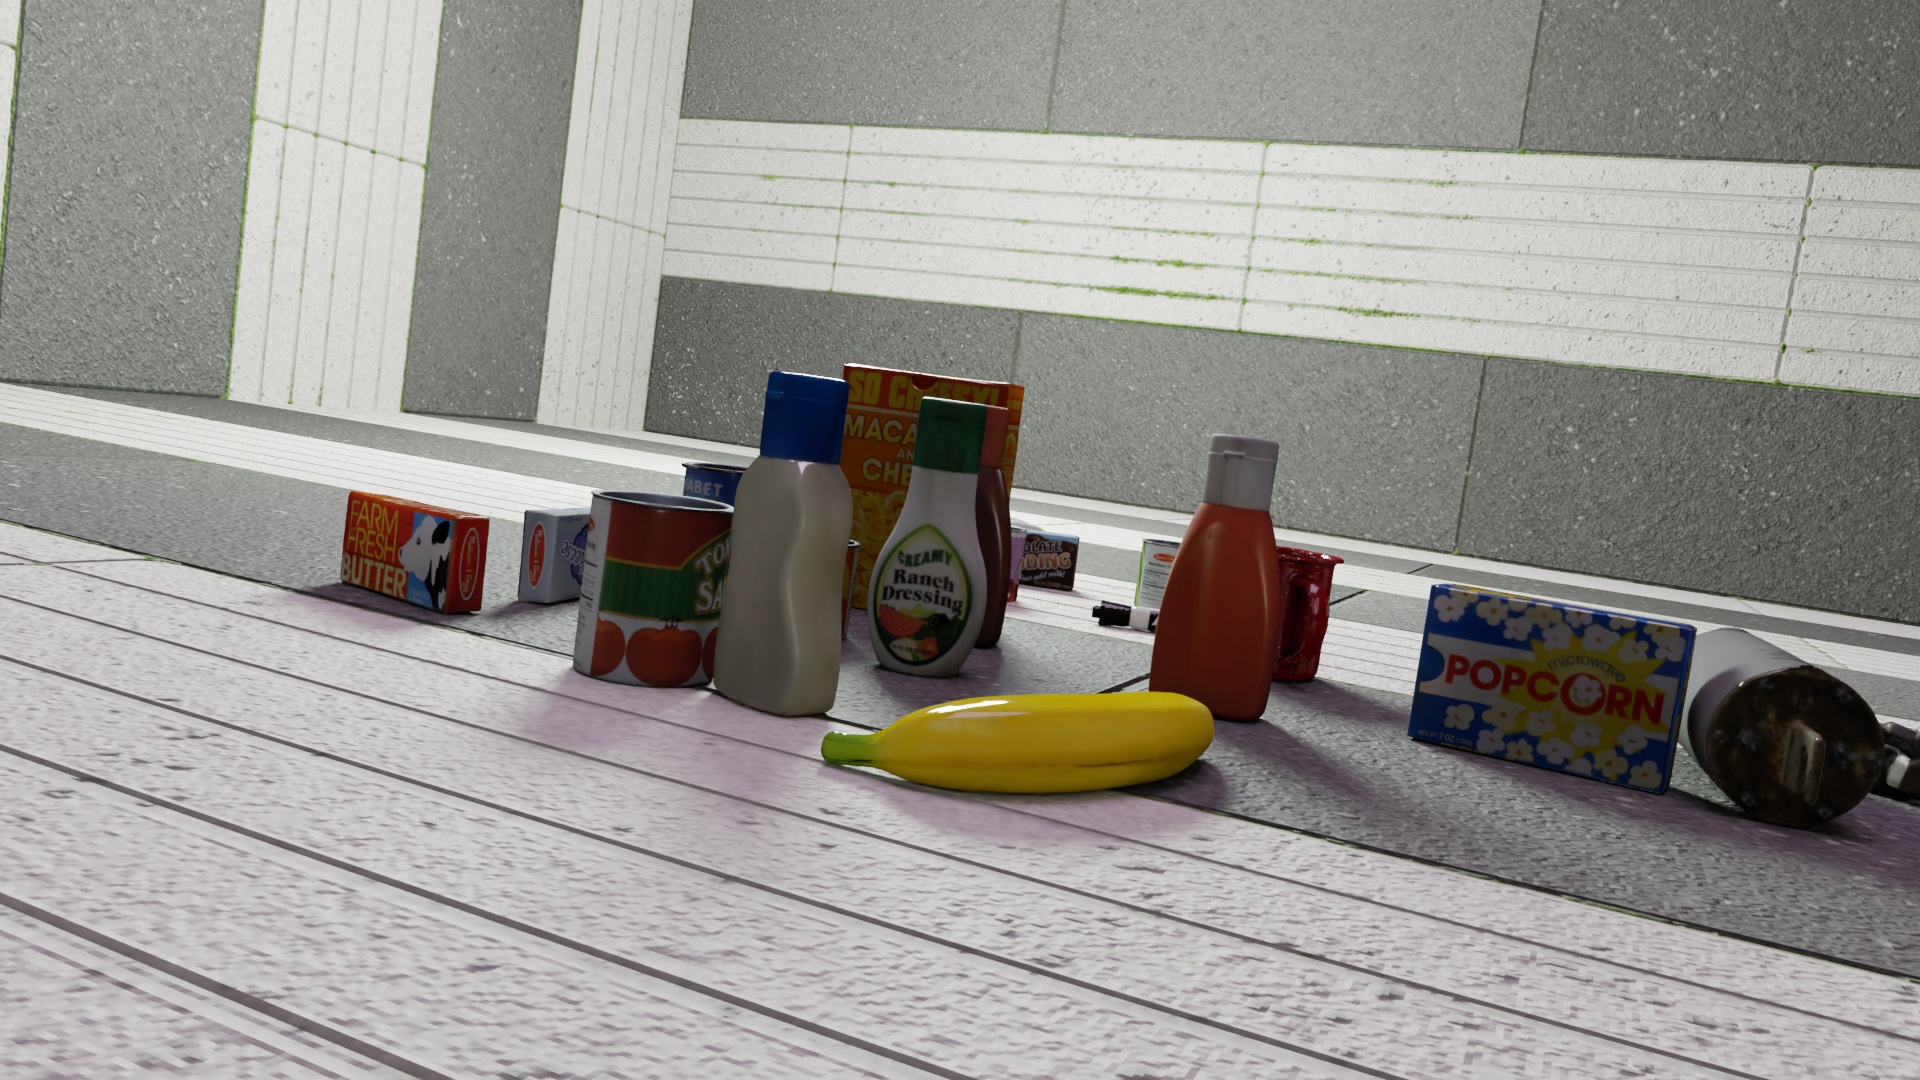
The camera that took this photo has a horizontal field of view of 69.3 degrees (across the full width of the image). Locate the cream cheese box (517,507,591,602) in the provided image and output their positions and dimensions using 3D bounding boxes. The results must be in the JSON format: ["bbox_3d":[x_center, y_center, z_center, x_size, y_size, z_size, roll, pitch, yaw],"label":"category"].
[{"bbox_3d":[-0.232,0.007,0.848,0.024,0.053,0.104,9,5,13],"label":"cream cheese box"}]

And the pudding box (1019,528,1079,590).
[{"bbox_3d":[0.063,0.015,1.241,0.084,0.049,0.030,8,4,6],"label":"pudding box"}]

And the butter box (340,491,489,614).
[{"bbox_3d":[-0.302,0.005,0.764,0.103,0.053,0.024,11,5,35],"label":"butter box"}]

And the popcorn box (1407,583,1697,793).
[{"bbox_3d":[0.307,0.074,0.726,0.127,0.085,0.038,10,5,29],"label":"popcorn box"}]

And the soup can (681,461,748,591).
[{"bbox_3d":[-0.167,-0.010,0.973,0.071,0.083,0.071,8,5,-1],"label":"soup can"}]

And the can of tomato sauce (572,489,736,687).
[{"bbox_3d":[-0.141,0.022,0.650,0.071,0.083,0.071,8,5,-1],"label":"can of tomato sauce"}]

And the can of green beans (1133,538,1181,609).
[{"bbox_3d":[0.184,0.032,1.184,0.071,0.057,0.071,8,5,-1],"label":"can of green beans"}]

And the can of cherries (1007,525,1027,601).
[{"bbox_3d":[0.019,0.015,1.114,0.071,0.058,0.071,8,5,-1],"label":"can of cherries"}]

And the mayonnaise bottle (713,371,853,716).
[{"bbox_3d":[-0.076,0.000,0.620,0.041,0.148,0.065,3,6,-45],"label":"mayonnaise bottle"}]

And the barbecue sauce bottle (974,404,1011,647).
[{"bbox_3d":[0.003,-0.011,0.866,0.065,0.148,0.044,9,4,12],"label":"barbecue sauce bottle"}]

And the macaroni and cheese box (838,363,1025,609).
[{"bbox_3d":[-0.029,-0.031,0.950,0.124,0.166,0.040,9,5,21],"label":"macaroni and cheese box"}]

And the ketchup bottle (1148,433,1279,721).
[{"bbox_3d":[0.141,0.018,0.743,0.065,0.148,0.043,10,5,25],"label":"ketchup bottle"}]

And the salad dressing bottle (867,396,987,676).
[{"bbox_3d":[-0.013,-0.003,0.751,0.064,0.147,0.044,8,4,10],"label":"salad dressing bottle"}]

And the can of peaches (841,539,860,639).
[{"bbox_3d":[-0.098,0.025,0.819,0.071,0.058,0.071,8,5,-1],"label":"can of peaches"}]
